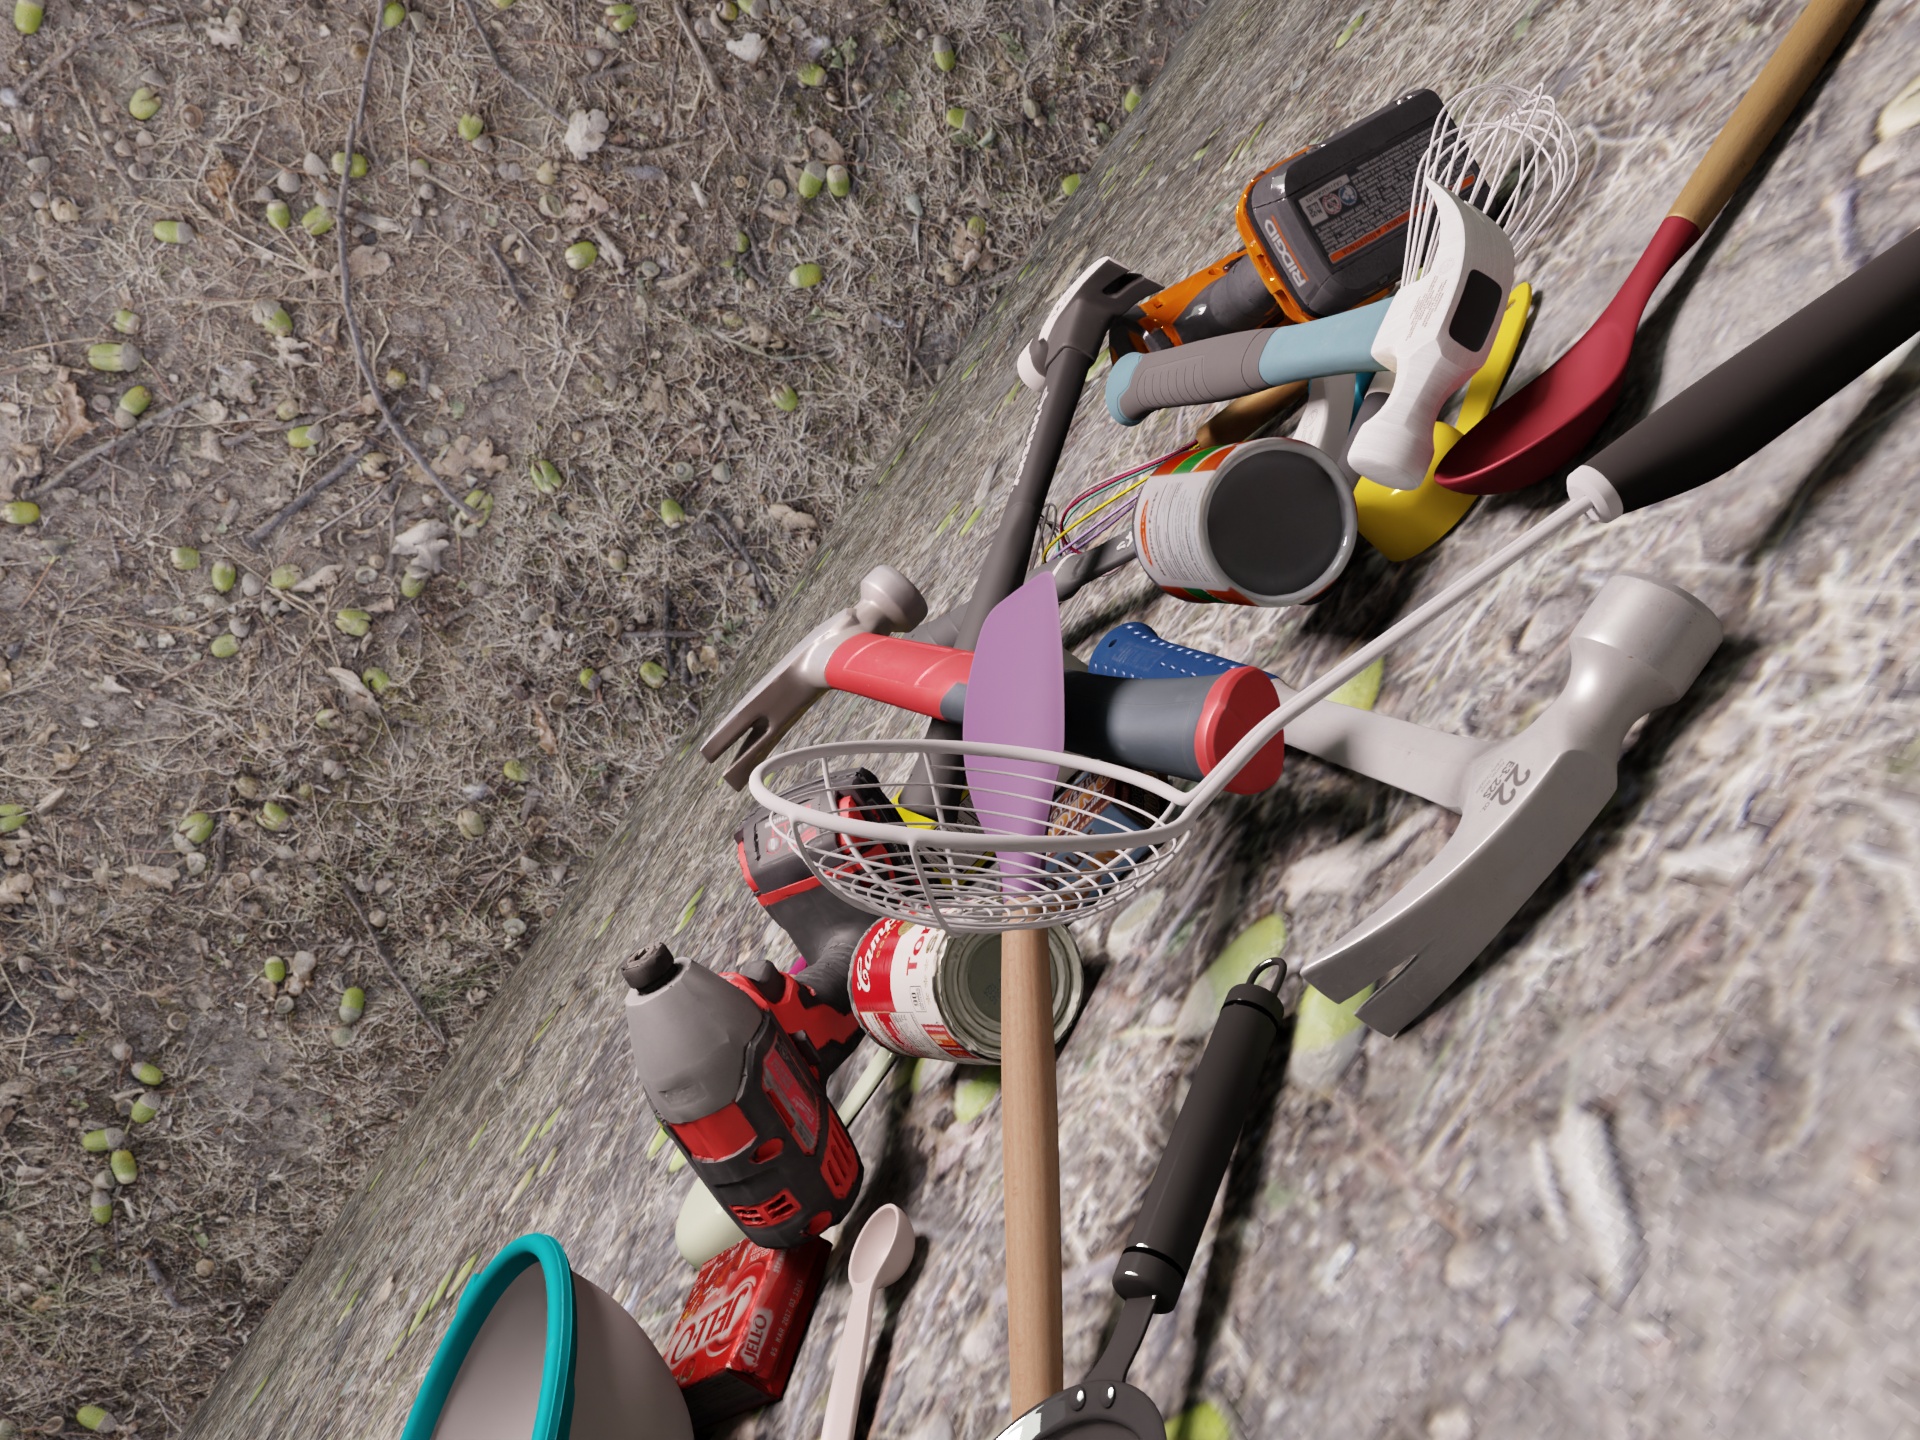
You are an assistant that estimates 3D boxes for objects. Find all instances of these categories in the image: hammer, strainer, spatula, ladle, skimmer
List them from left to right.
[{"bbox_3d":[-0.133,0.302,0.592,0.340,0.095,0.211,-34,38,50],"label":"strainer"},{"bbox_3d":[-0.001,-0.002,0.685,0.143,0.038,0.386,-46,23,-14],"label":"hammer"},{"bbox_3d":[0.031,-0.099,0.857,0.146,0.035,0.335,-37,33,65],"label":"hammer"},{"bbox_3d":[0.020,0.086,0.533,0.059,0.018,0.316,-35,44,42],"label":"spatula"},{"bbox_3d":[0.072,-0.091,0.900,0.409,0.036,0.149,-22,40,57],"label":"hammer"},{"bbox_3d":[0.051,0.162,0.437,0.087,0.050,0.258,-30,21,47],"label":"strainer"},{"bbox_3d":[0.142,-0.167,0.741,0.128,0.033,0.331,-64,18,-1],"label":"hammer"},{"bbox_3d":[0.118,0.001,0.615,0.144,0.035,0.406,-54,13,0],"label":"hammer"},{"bbox_3d":[0.111,-0.051,0.447,0.363,0.090,0.127,-35,7,7],"label":"skimmer"},{"bbox_3d":[0.279,-0.202,0.589,0.315,0.031,0.069,-54,15,-6],"label":"ladle"}]

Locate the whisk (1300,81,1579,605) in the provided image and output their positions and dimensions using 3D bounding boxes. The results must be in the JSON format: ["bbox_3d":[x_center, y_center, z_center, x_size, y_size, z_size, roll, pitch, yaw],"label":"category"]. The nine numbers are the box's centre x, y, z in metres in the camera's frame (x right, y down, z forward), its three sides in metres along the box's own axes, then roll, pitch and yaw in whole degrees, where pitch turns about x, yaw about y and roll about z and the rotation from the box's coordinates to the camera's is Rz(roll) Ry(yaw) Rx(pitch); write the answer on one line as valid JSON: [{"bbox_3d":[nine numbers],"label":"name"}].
[{"bbox_3d":[0.207,-0.172,0.712,0.285,0.070,0.070,-63,15,-15],"label":"whisk"}]

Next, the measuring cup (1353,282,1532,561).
[{"bbox_3d":[0.204,-0.134,0.664,0.157,0.029,0.062,-62,15,-24],"label":"measuring cup"}]

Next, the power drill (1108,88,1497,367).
[{"bbox_3d":[0.190,-0.255,0.877,0.164,0.084,0.226,-32,4,-16],"label":"power drill"}]

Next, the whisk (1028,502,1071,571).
[{"bbox_3d":[0.036,-0.065,1.047,0.055,0.055,0.239,-43,22,40],"label":"whisk"}]

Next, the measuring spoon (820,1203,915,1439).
[{"bbox_3d":[-0.035,0.242,0.599,0.034,0.018,0.124,-43,24,39],"label":"measuring spoon"}]

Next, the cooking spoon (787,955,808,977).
[{"bbox_3d":[-0.098,0.155,0.883,0.069,0.017,0.319,-52,0,7],"label":"cooking spoon"}]

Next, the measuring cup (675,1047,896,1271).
[{"bbox_3d":[-0.083,0.204,0.793,0.167,0.038,0.083,-53,13,-2],"label":"measuring cup"}]

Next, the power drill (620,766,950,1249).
[{"bbox_3d":[-0.080,0.119,0.736,0.078,0.143,0.220,-23,19,23],"label":"power drill"}]

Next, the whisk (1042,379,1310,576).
[{"bbox_3d":[0.134,-0.153,0.943,0.245,0.047,0.051,-35,34,43],"label":"whisk"}]

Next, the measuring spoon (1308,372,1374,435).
[{"bbox_3d":[0.189,-0.156,0.790,0.042,0.021,0.129,-46,15,30],"label":"measuring spoon"}]
